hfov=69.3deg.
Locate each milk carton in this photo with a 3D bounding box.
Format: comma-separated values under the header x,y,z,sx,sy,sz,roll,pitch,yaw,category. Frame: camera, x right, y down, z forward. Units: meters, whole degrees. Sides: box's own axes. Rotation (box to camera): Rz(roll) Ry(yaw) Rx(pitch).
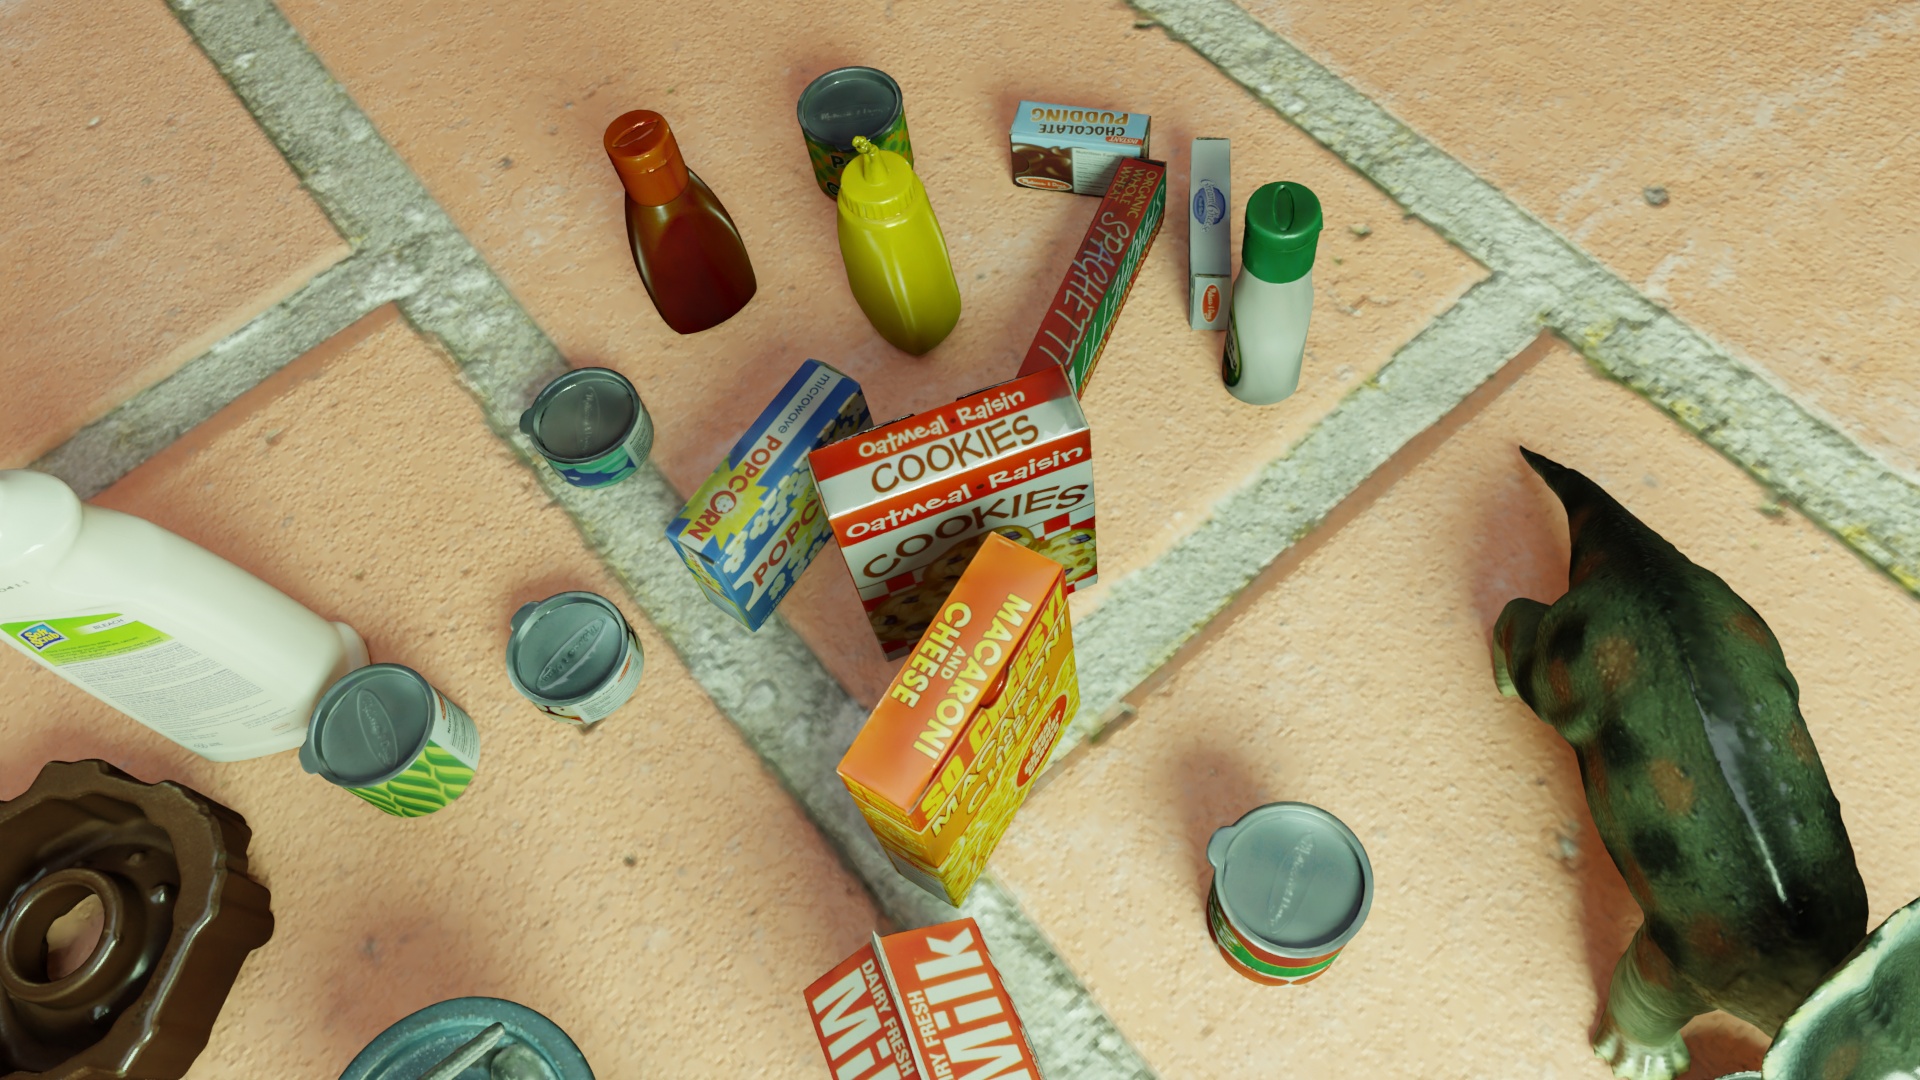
x,y,z,sx,sy,sz,roll,pitch,yaw,category
-0.009,0.208,0.557,0.073,0.189,0.072,-23,63,-5,milk carton

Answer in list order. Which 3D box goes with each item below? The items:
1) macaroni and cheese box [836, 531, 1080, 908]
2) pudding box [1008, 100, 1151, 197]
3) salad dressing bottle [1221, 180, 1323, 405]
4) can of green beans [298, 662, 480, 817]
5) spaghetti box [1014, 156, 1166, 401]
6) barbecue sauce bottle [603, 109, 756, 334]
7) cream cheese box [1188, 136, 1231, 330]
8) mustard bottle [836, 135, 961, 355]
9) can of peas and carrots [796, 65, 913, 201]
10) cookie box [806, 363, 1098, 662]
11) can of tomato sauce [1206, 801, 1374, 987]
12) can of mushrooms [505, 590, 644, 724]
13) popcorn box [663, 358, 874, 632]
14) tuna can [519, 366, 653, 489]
x,y,z,sx,sy,sz,roll,pitch,yaw,category
0.007,0.088,0.631,0.040,0.165,0.124,26,69,19,macaroni and cheese box
0.074,-0.241,0.860,0.084,0.049,0.030,9,65,11,pudding box
0.165,-0.128,0.735,0.044,0.147,0.064,2,63,8,salad dressing bottle
-0.291,0.104,0.719,0.071,0.057,0.071,-3,63,5,can of green beans
0.064,-0.113,0.794,0.029,0.050,0.251,19,66,16,spaghetti box
-0.164,-0.182,0.801,0.065,0.148,0.044,-33,64,-10,barbecue sauce bottle
0.146,-0.180,0.818,0.024,0.053,0.104,1,63,7,cream cheese box
-0.038,-0.168,0.773,0.049,0.159,0.065,-43,66,-14,mustard bottle
-0.065,-0.253,0.877,0.071,0.058,0.071,-3,63,5,can of peas and carrots
0.002,-0.009,0.681,0.123,0.166,0.040,-20,63,-4,cookie box
0.143,0.161,0.624,0.071,0.082,0.071,-3,63,5,can of tomato sauce
-0.207,0.062,0.745,0.071,0.033,0.071,-3,63,5,can of mushrooms
-0.095,-0.024,0.747,0.038,0.085,0.127,29,70,20,popcorn box
-0.218,-0.065,0.812,0.071,0.032,0.071,-3,63,5,tuna can
